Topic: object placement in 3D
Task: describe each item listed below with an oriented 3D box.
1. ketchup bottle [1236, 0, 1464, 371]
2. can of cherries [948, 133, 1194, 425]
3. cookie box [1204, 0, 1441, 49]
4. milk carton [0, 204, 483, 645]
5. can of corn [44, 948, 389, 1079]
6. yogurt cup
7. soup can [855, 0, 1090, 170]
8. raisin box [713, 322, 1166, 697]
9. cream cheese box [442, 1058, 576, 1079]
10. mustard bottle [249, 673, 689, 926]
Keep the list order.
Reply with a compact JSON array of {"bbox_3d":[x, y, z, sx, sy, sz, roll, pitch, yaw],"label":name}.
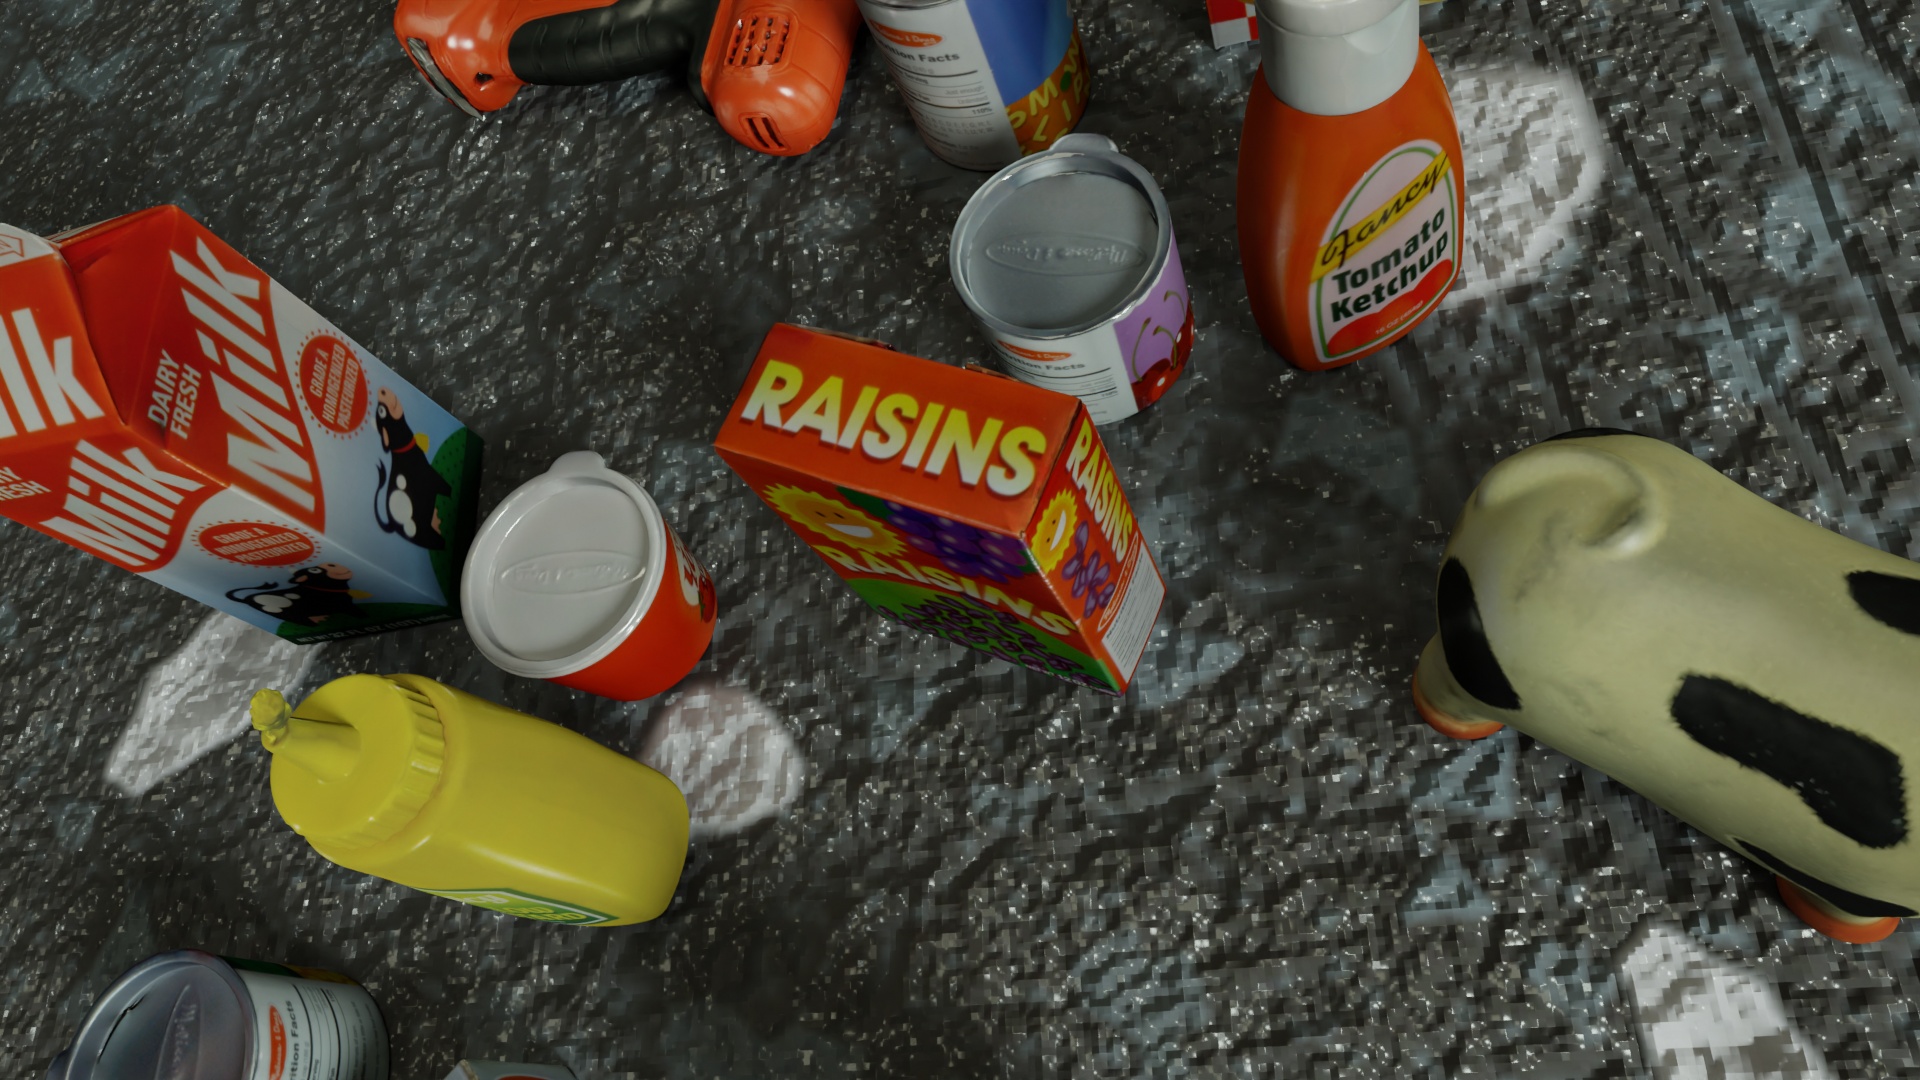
[{"bbox_3d":[0.101,-0.103,0.366,0.065,0.148,0.044,-34,62,2],"label":"ketchup bottle"},{"bbox_3d":[0.037,-0.079,0.427,0.071,0.058,0.072,-7,66,15],"label":"can of cherries"},{"bbox_3d":[0.122,-0.224,0.402,0.123,0.167,0.040,-7,66,15],"label":"cookie box"},{"bbox_3d":[-0.232,-0.035,0.420,0.072,0.190,0.074,-10,65,14],"label":"milk carton"},{"bbox_3d":[-0.215,0.157,0.405,0.071,0.058,0.071,-7,66,15],"label":"can of corn"},{"bbox_3d":[-0.112,0.017,0.436,0.072,0.053,0.072,-7,66,15],"label":"yogurt cup"},{"bbox_3d":[0.005,-0.178,0.467,0.071,0.083,0.071,-7,66,15],"label":"soup can"},{"bbox_3d":[0.001,-0.005,0.370,0.086,0.123,0.040,18,74,24],"label":"raisin box"},{"bbox_3d":[-0.150,0.187,0.374,0.104,0.053,0.024,-46,62,-5],"label":"cream cheese box"},{"bbox_3d":[-0.129,0.067,0.359,0.065,0.160,0.049,0,68,18],"label":"mustard bottle"}]
